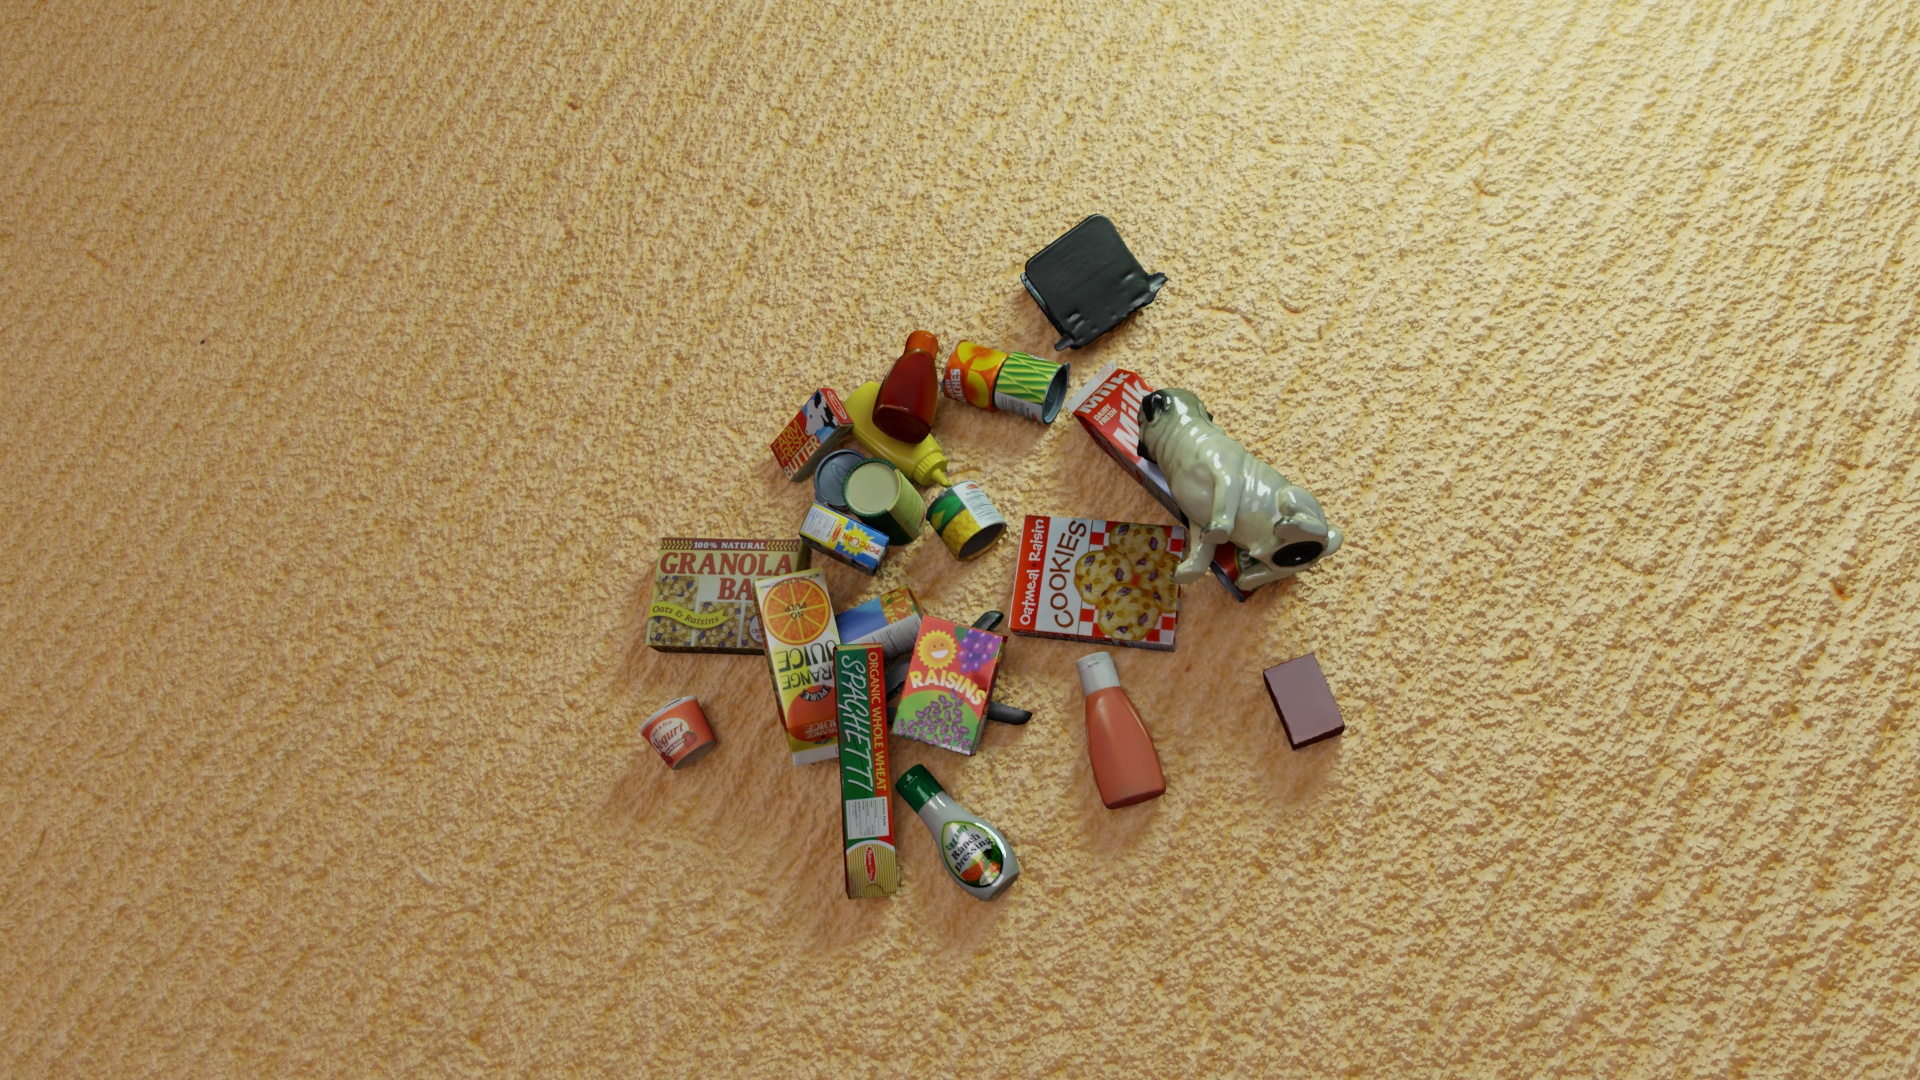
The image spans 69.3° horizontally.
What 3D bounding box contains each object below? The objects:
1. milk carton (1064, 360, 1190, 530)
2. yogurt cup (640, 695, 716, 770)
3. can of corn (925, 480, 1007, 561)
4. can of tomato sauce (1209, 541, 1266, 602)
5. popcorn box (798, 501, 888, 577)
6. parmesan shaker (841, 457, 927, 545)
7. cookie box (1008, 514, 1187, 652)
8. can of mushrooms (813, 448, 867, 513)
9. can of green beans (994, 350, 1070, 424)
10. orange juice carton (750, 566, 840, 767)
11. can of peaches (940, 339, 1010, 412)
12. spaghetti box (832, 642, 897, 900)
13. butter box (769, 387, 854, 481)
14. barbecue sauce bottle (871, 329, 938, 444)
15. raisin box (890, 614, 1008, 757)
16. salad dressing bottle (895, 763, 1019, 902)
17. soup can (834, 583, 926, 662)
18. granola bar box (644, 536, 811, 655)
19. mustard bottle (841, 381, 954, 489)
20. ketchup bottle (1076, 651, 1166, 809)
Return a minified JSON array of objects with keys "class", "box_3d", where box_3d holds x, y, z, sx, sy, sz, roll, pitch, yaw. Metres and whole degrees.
[{"class":"milk carton","box_3d":[0.195,-0.103,1.428,0.072,0.073,0.191,-44,68,-3]},{"class":"yogurt cup","box_3d":[-0.293,0.203,1.455,0.072,0.072,0.054,-37,76,1]},{"class":"can of corn","box_3d":[0.005,-0.018,1.453,0.071,0.071,0.058,-37,68,1]},{"class":"can of tomato sauce","box_3d":[0.291,0.011,1.370,0.083,0.071,0.071,-37,68,0]},{"class":"popcorn box","box_3d":[-0.119,0.000,1.433,0.085,0.126,0.038,25,84,-1]},{"class":"parmesan shaker","box_3d":[-0.079,-0.043,1.459,0.071,0.103,0.071,-4,72,13]},{"class":"cookie box","box_3d":[0.140,0.043,1.413,0.167,0.040,0.123,5,74,14]},{"class":"can of mushrooms","box_3d":[-0.126,-0.063,1.515,0.071,0.033,0.071,-4,72,12]},{"class":"can of green beans","box_3d":[0.076,-0.163,1.480,0.058,0.071,0.071,20,79,19]},{"class":"orange juice carton","box_3d":[-0.157,0.129,1.415,0.072,0.073,0.192,-13,87,-12]},{"class":"can of peaches","box_3d":[0.020,-0.175,1.497,0.058,0.071,0.071,20,79,18]},{"class":"spaghetti box","box_3d":[-0.095,0.225,1.370,0.050,0.028,0.250,-3,90,-12]},{"class":"butter box","box_3d":[-0.164,-0.115,1.520,0.103,0.024,0.053,-45,65,32]},{"class":"barbecue sauce bottle","box_3d":[-0.052,-0.170,1.493,0.065,0.043,0.149,25,43,-13]},{"class":"raisin box","box_3d":[-0.010,0.143,1.377,0.086,0.040,0.123,14,86,11]},{"class":"salad dressing bottle","box_3d":[-0.005,0.286,1.367,0.064,0.044,0.148,-44,68,-1]},{"class":"soup can","box_3d":[-0.079,0.089,1.438,0.084,0.071,0.071,-25,69,5]},{"class":"granola bar box","box_3d":[-0.251,0.060,1.503,0.165,0.039,0.124,1,73,14]},{"class":"mustard bottle","box_3d":[-0.061,-0.103,1.504,0.065,0.048,0.160,-42,68,-8]},{"class":"ketchup bottle","box_3d":[0.151,0.184,1.362,0.065,0.043,0.149,-18,69,7]}]
